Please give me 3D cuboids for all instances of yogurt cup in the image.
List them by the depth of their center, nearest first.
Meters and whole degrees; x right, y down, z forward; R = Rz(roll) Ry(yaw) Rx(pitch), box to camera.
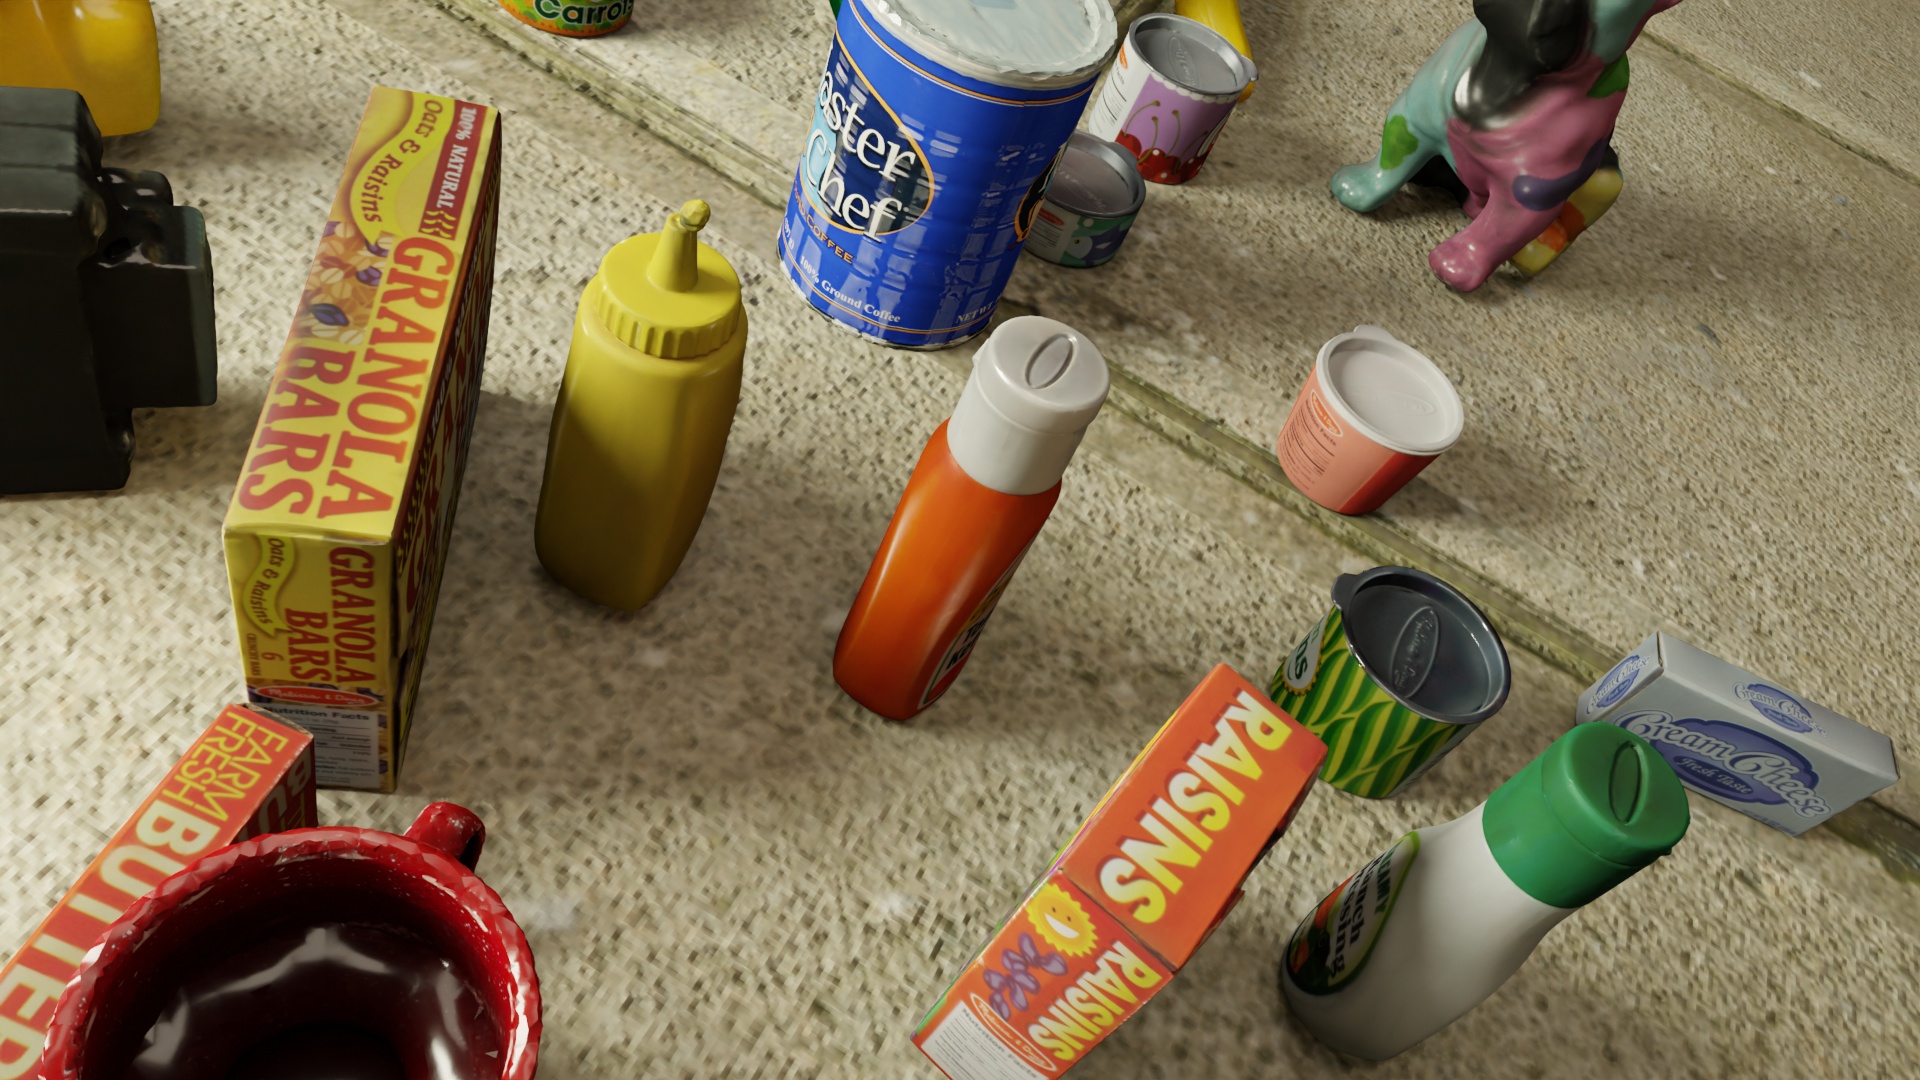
[{"bbox_3d":[0.173,-0.048,0.600,0.072,0.053,0.073,11,50,-14],"label":"yogurt cup"}]

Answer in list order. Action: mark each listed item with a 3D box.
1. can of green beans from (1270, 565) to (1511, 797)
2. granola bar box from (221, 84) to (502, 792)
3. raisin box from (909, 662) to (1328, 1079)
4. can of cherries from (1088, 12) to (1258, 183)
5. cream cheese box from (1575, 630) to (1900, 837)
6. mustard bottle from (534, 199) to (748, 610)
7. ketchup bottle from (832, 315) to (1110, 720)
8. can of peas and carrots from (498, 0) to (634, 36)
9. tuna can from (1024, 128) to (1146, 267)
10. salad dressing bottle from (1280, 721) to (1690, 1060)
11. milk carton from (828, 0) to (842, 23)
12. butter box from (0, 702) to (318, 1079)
[{"bbox_3d":[0.156,0.052,0.509,0.071,0.057,0.071,11,50,-14],"label":"can of green beans"},{"bbox_3d":[-0.165,-0.030,0.401,0.039,0.123,0.166,8,50,-16],"label":"granola bar box"},{"bbox_3d":[0.041,0.099,0.380,0.040,0.122,0.086,40,49,11],"label":"raisin box"},{"bbox_3d":[0.109,-0.226,0.716,0.071,0.058,0.072,11,50,-14],"label":"can of cherries"},{"bbox_3d":[0.306,0.078,0.552,0.104,0.053,0.024,25,48,-2],"label":"cream cheese box"},{"bbox_3d":[-0.093,-0.044,0.417,0.049,0.159,0.066,23,48,-3],"label":"mustard bottle"},{"bbox_3d":[0.002,-0.005,0.432,0.043,0.148,0.065,31,48,4],"label":"ketchup bottle"},{"bbox_3d":[-0.179,-0.273,0.637,0.071,0.058,0.071,11,50,-14],"label":"can of peas and carrots"},{"bbox_3d":[0.053,-0.164,0.660,0.071,0.032,0.071,11,50,-13],"label":"tuna can"},{"bbox_3d":[0.147,0.104,0.403,0.044,0.146,0.064,32,48,5],"label":"salad dressing bottle"},{"bbox_3d":[-0.008,-0.330,0.664,0.072,0.189,0.074,-2,54,-24],"label":"milk carton"},{"bbox_3d":[-0.196,0.094,0.336,0.024,0.052,0.104,25,48,-2],"label":"butter box"}]
